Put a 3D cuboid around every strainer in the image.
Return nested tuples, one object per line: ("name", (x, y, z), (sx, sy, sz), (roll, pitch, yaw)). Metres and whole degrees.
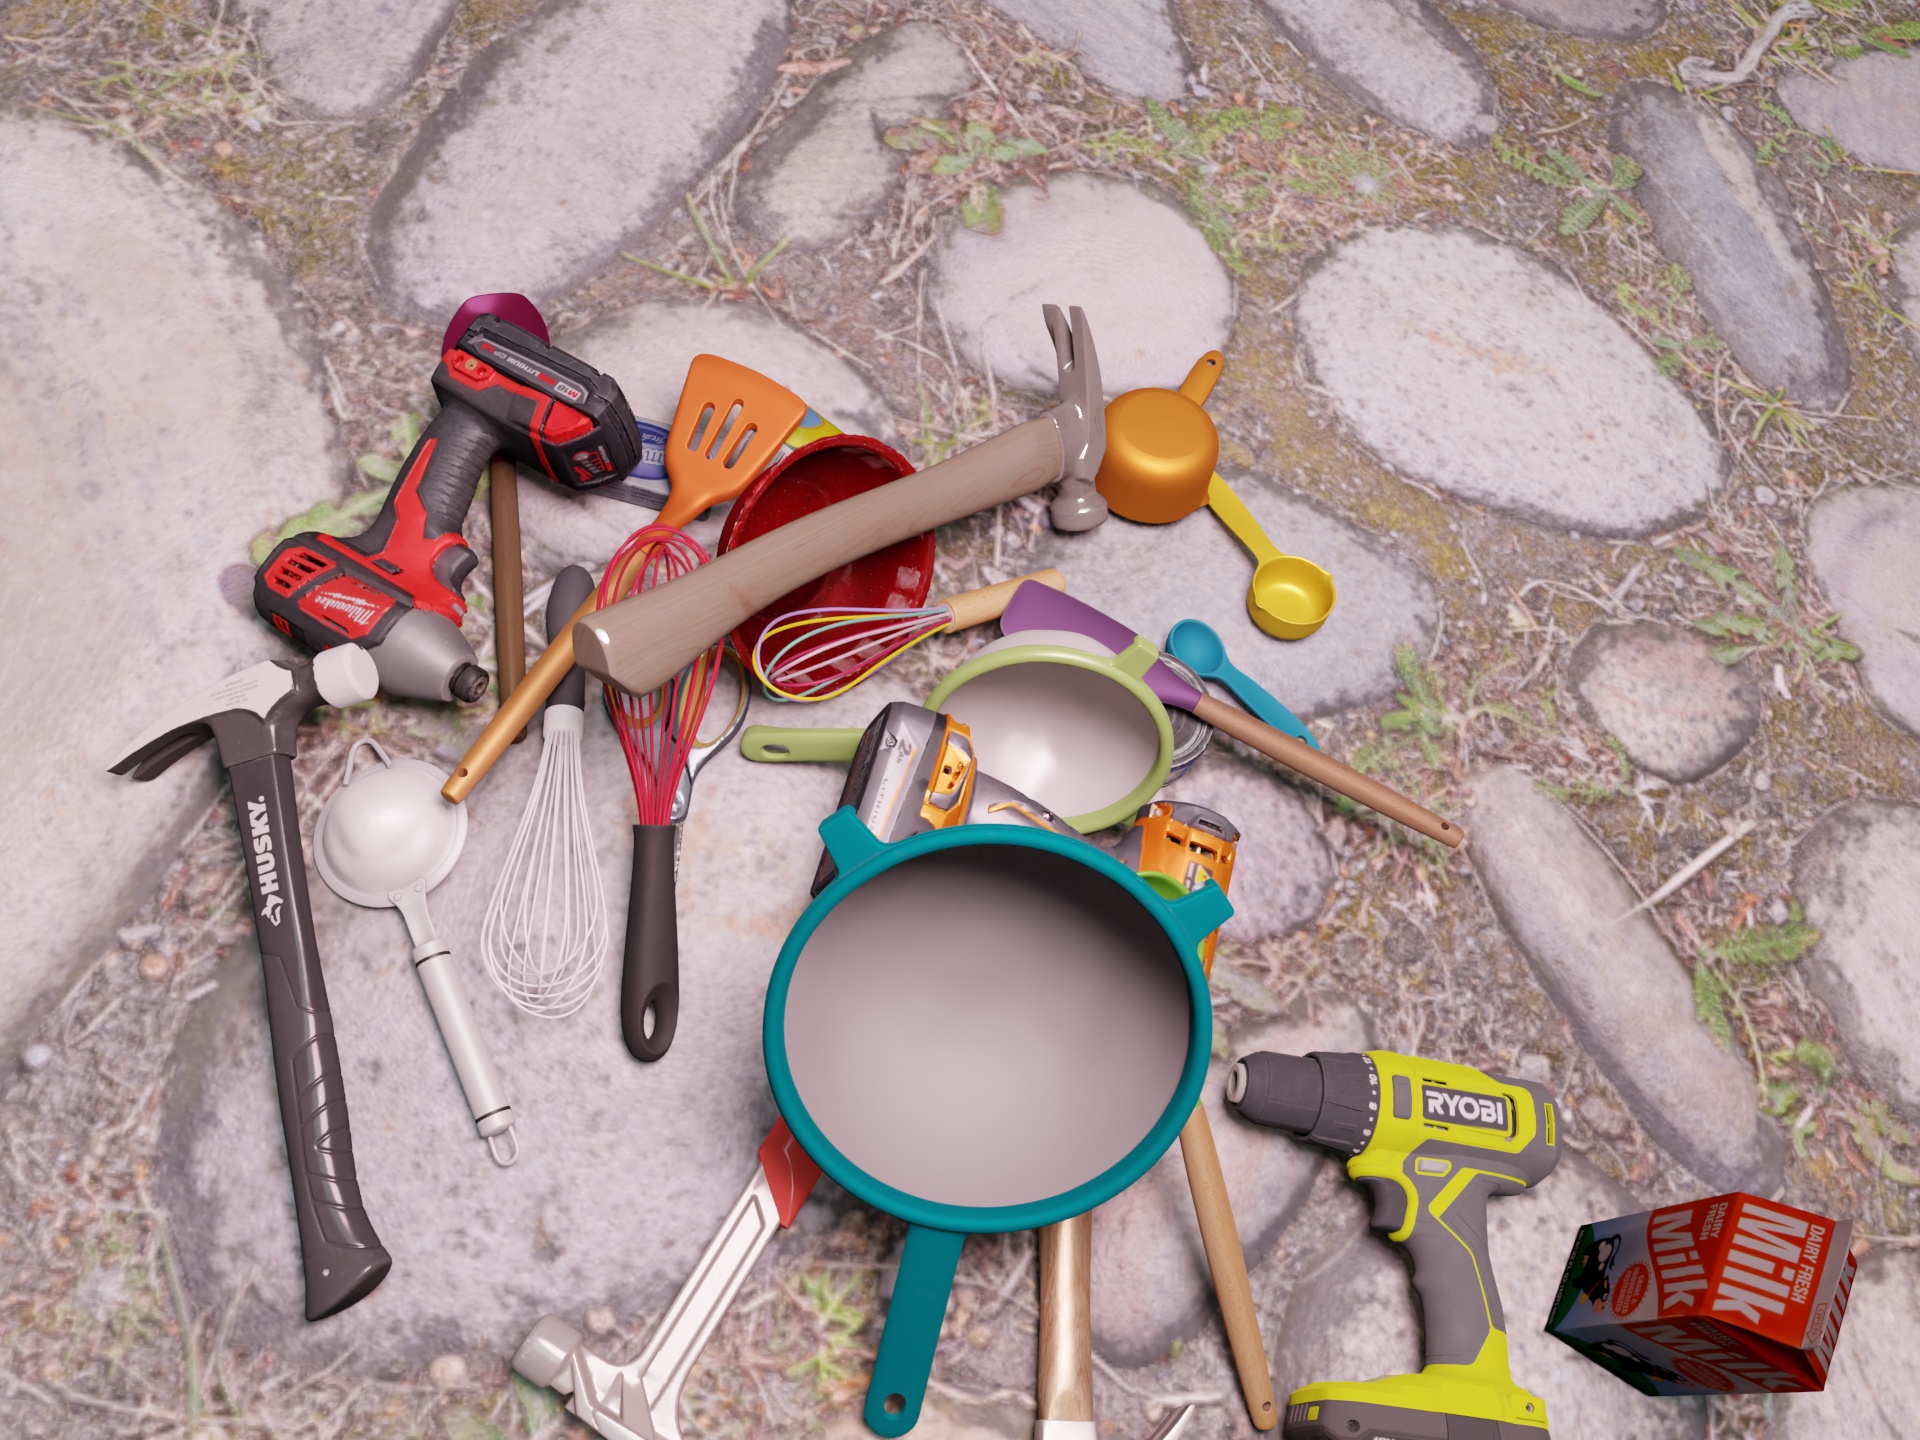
("strainer", (-0.288, 0.117, 0.857), (0.087, 0.050, 0.258), (-25, 76, -6))
("strainer", (-0.002, -0.003, 0.951), (0.256, 0.151, 0.069), (0, 43, 8))
("strainer", (-0.002, 0.196, 0.801), (0.211, 0.095, 0.340), (12, 107, -4))

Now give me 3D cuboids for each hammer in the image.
("hammer", (-0.074, 0.226, 0.859), (0.149, 0.036, 0.359), (32, 63, 2))
("hammer", (-0.050, -0.124, 0.913), (0.038, 0.146, 0.410), (15, 33, 39))
("hammer", (-0.348, 0.135, 0.819), (0.146, 0.035, 0.335), (-17, 76, 7))
("hammer", (0.060, 0.261, 0.877), (0.130, 0.031, 0.332), (7, 65, -10))

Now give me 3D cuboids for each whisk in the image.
("whisk", (-0.227, 0.032, 0.904), (0.070, 0.070, 0.285), (4, 60, -12))
("whisk", (-0.169, 0.038, 0.875), (0.073, 0.073, 0.296), (1, 86, -13))
("whisk", (-0.024, -0.055, 0.969), (0.245, 0.051, 0.047), (-20, 38, -39))

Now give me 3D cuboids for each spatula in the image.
("spatula", (-0.201, -0.084, 0.925), (0.081, 0.041, 0.323), (27, 62, 7))
("spatula", (0.169, 0.003, 0.988), (0.316, 0.018, 0.060), (27, 64, 1))

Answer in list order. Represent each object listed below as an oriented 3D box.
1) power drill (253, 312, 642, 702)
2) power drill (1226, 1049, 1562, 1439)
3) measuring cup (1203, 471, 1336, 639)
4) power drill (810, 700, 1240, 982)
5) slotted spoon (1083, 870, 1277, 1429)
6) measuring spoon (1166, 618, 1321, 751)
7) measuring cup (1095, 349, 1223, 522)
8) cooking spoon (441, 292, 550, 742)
("power drill", (-0.289, -0.116, 0.926), (0.143, 0.078, 0.220), (29, 72, 11))
("power drill", (0.239, 0.295, 0.880), (0.190, 0.080, 0.229), (11, 61, -8))
("measuring cup", (0.197, -0.118, 1.091), (0.062, 0.029, 0.157), (-22, 61, -19))
("power drill", (0.038, 0.098, 0.881), (0.226, 0.084, 0.164), (22, 66, -12))
("slotted spoon", (0.125, 0.230, 0.846), (0.070, 0.031, 0.314), (-16, 95, -15))
("measuring spoon", (0.183, -0.016, 1.044), (0.128, 0.021, 0.042), (41, 54, -3))
("measuring cup", (0.150, -0.215, 1.098), (0.095, 0.052, 0.174), (27, 61, 9))
("cooking spoon", (-0.282, -0.134, 0.983), (0.068, 0.017, 0.319), (-6, 67, -6))
